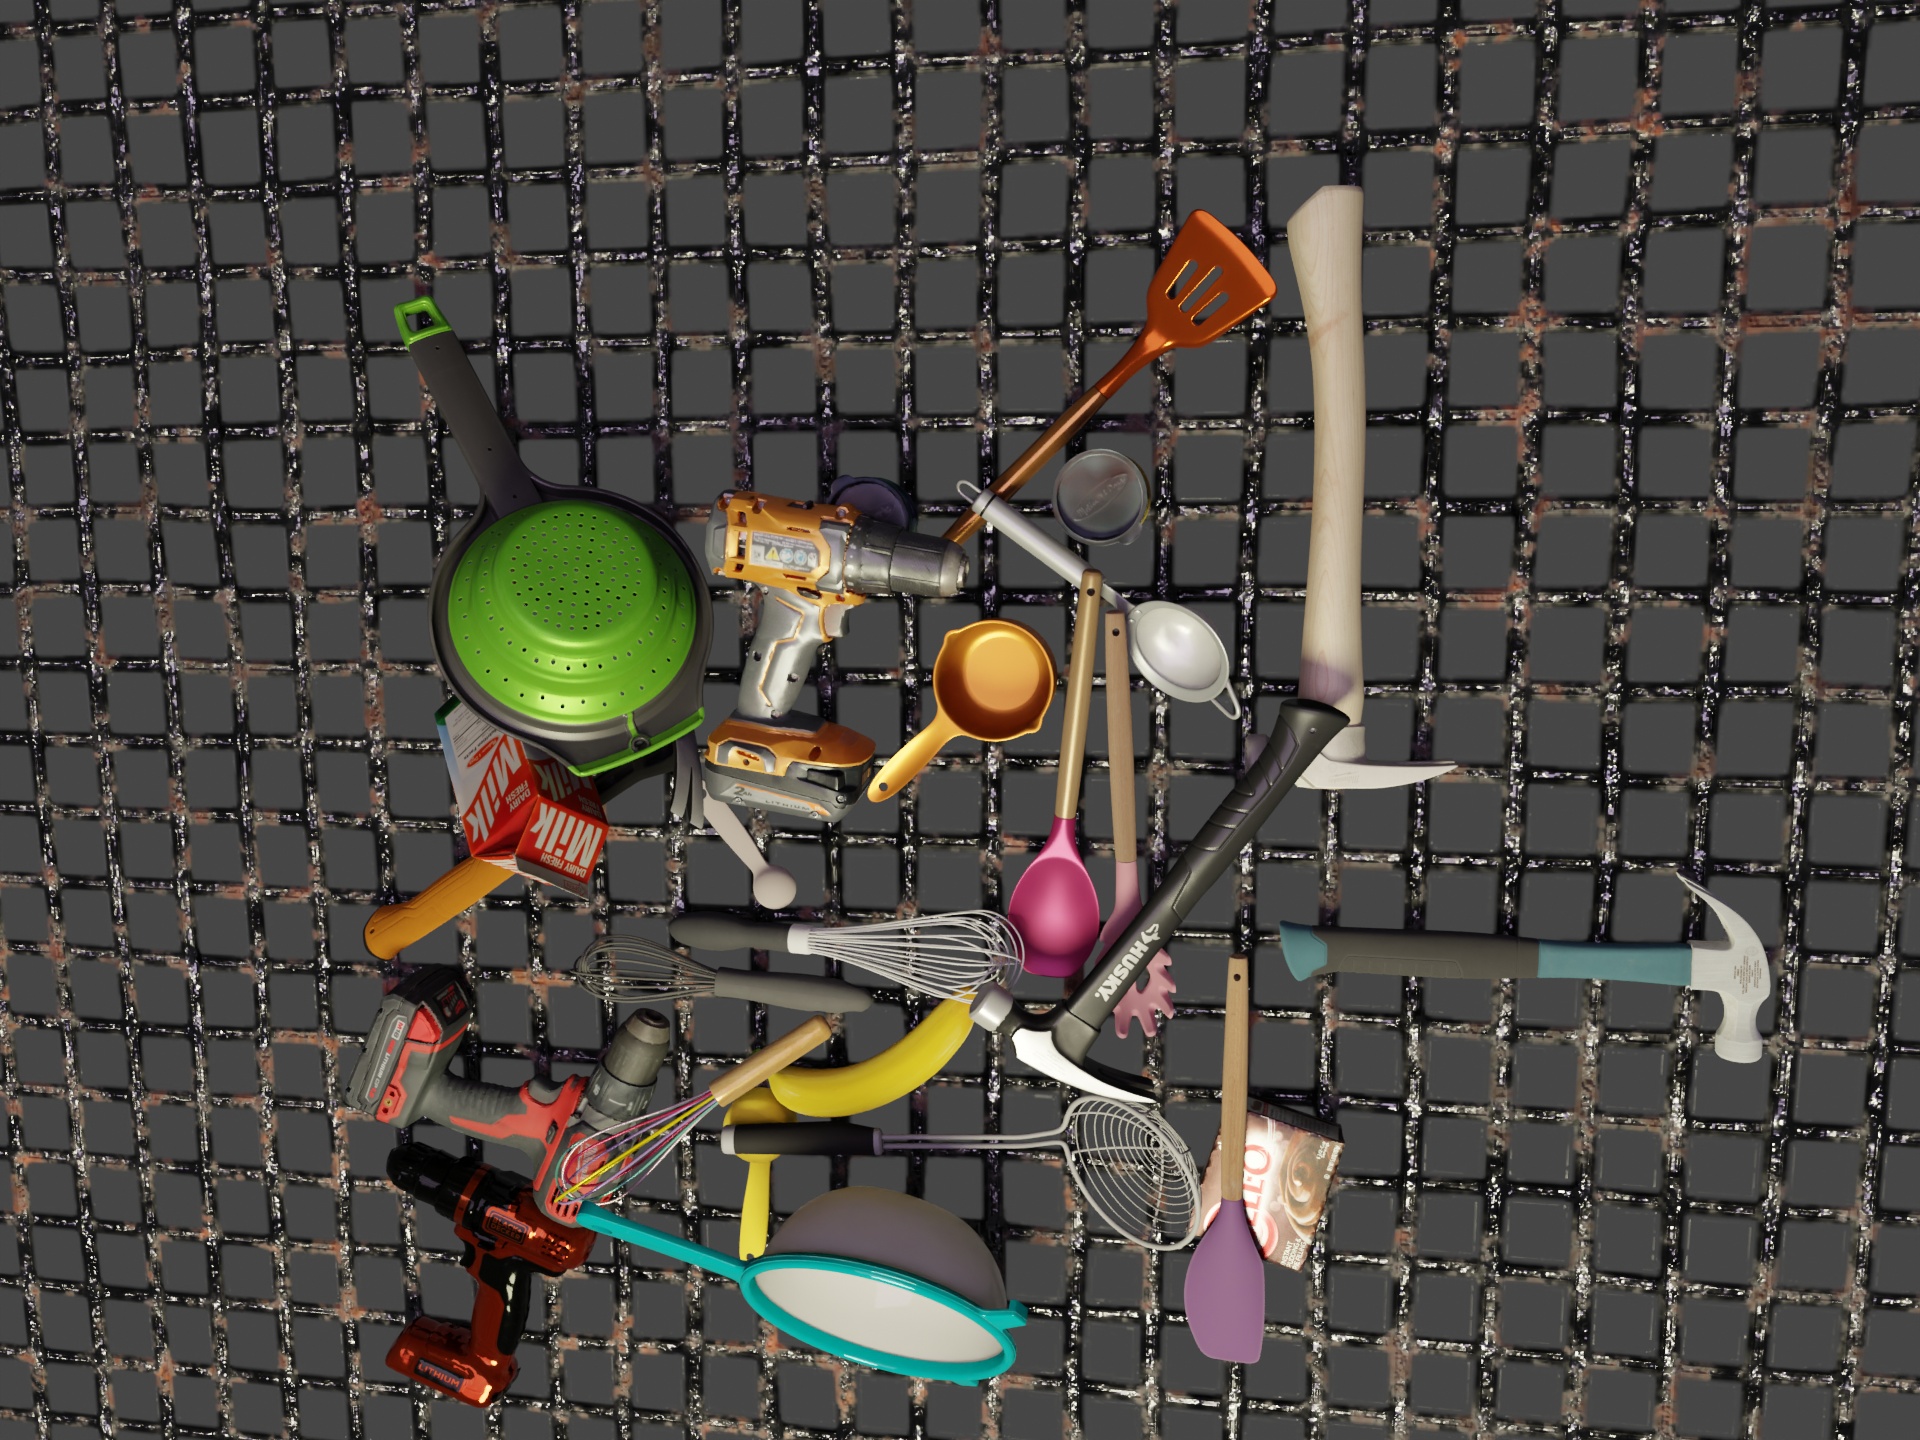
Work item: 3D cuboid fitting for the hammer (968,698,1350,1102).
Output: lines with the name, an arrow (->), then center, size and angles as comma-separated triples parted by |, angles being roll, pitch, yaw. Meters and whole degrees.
hammer -> 0.160, 0.123, 1.121 | 0.146, 0.035, 0.334 | 35, 102, -6

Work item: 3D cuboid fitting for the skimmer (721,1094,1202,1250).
skimmer -> -0.005, 0.333, 1.185 | 0.363, 0.090, 0.127 | -1, 117, 6

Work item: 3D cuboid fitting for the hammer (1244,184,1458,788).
hammer -> 0.271, -0.156, 1.100 | 0.146, 0.038, 0.410 | 0, 98, 9

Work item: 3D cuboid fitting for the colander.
colander -> -0.314, -0.158, 1.145 | 0.204, 0.094, 0.397 | -26, 80, -21

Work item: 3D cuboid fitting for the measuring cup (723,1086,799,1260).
measuring cup -> -0.164, 0.370, 1.264 | 0.062, 0.029, 0.156 | 7, 97, 9

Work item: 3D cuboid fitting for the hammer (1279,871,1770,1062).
hammer -> 0.395, 0.170, 1.128 | 0.331, 0.033, 0.128 | 1, 100, 10

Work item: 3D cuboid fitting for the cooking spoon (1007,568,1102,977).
cooking spoon -> 0.079, 0.045, 1.152 | 0.069, 0.017, 0.318 | 7, 111, 6

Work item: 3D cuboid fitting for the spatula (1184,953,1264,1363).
spatula -> 0.196, 0.322, 1.157 | 0.060, 0.018, 0.316 | 3, 101, 16

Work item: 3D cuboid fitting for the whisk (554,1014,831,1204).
whisk -> -0.206, 0.298, 1.218 | 0.245, 0.047, 0.051 | -32, 52, -4

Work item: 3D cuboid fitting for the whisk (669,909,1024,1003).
whisk -> -0.090, 0.168, 1.210 | 0.284, 0.070, 0.070 | 4, 99, 15

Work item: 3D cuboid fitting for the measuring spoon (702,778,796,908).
measuring spoon -> -0.173, 0.095, 1.230 | 0.034, 0.018, 0.124 | -38, 90, 14

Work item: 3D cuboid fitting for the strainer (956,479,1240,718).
strainer -> 0.103, -0.094, 1.129 | 0.258, 0.050, 0.086 | 36, 145, 1

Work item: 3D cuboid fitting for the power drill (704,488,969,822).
power drill -> -0.094, -0.045, 1.147 | 0.185, 0.084, 0.226 | 10, 110, 9

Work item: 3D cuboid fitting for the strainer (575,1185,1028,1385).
strainer -> -0.113, 0.391, 1.198 | 0.340, 0.095, 0.210 | 19, 143, 1

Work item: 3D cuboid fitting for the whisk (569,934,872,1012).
whisk -> -0.187, 0.204, 1.238 | 0.239, 0.055, 0.055 | 6, 100, 5

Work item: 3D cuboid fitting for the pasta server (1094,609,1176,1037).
pasta server -> 0.119, 0.077, 1.143 | 0.060, 0.040, 0.316 | -4, 106, 2

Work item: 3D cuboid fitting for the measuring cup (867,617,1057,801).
measuring cup -> -0.002, -0.004, 1.167 | 0.173, 0.052, 0.095 | -44, 89, 15

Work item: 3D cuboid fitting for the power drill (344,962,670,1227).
power drill -> -0.350, 0.277, 1.264 | 0.226, 0.080, 0.188 | 26, 102, 3

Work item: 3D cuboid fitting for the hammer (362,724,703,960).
hammer -> -0.336, 0.102, 1.230 | 0.337, 0.034, 0.127 | -32, 50, 18

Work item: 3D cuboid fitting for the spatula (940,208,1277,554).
spatula -> 0.080, -0.215, 1.124 | 0.322, 0.041, 0.081 | -44, 90, 14
